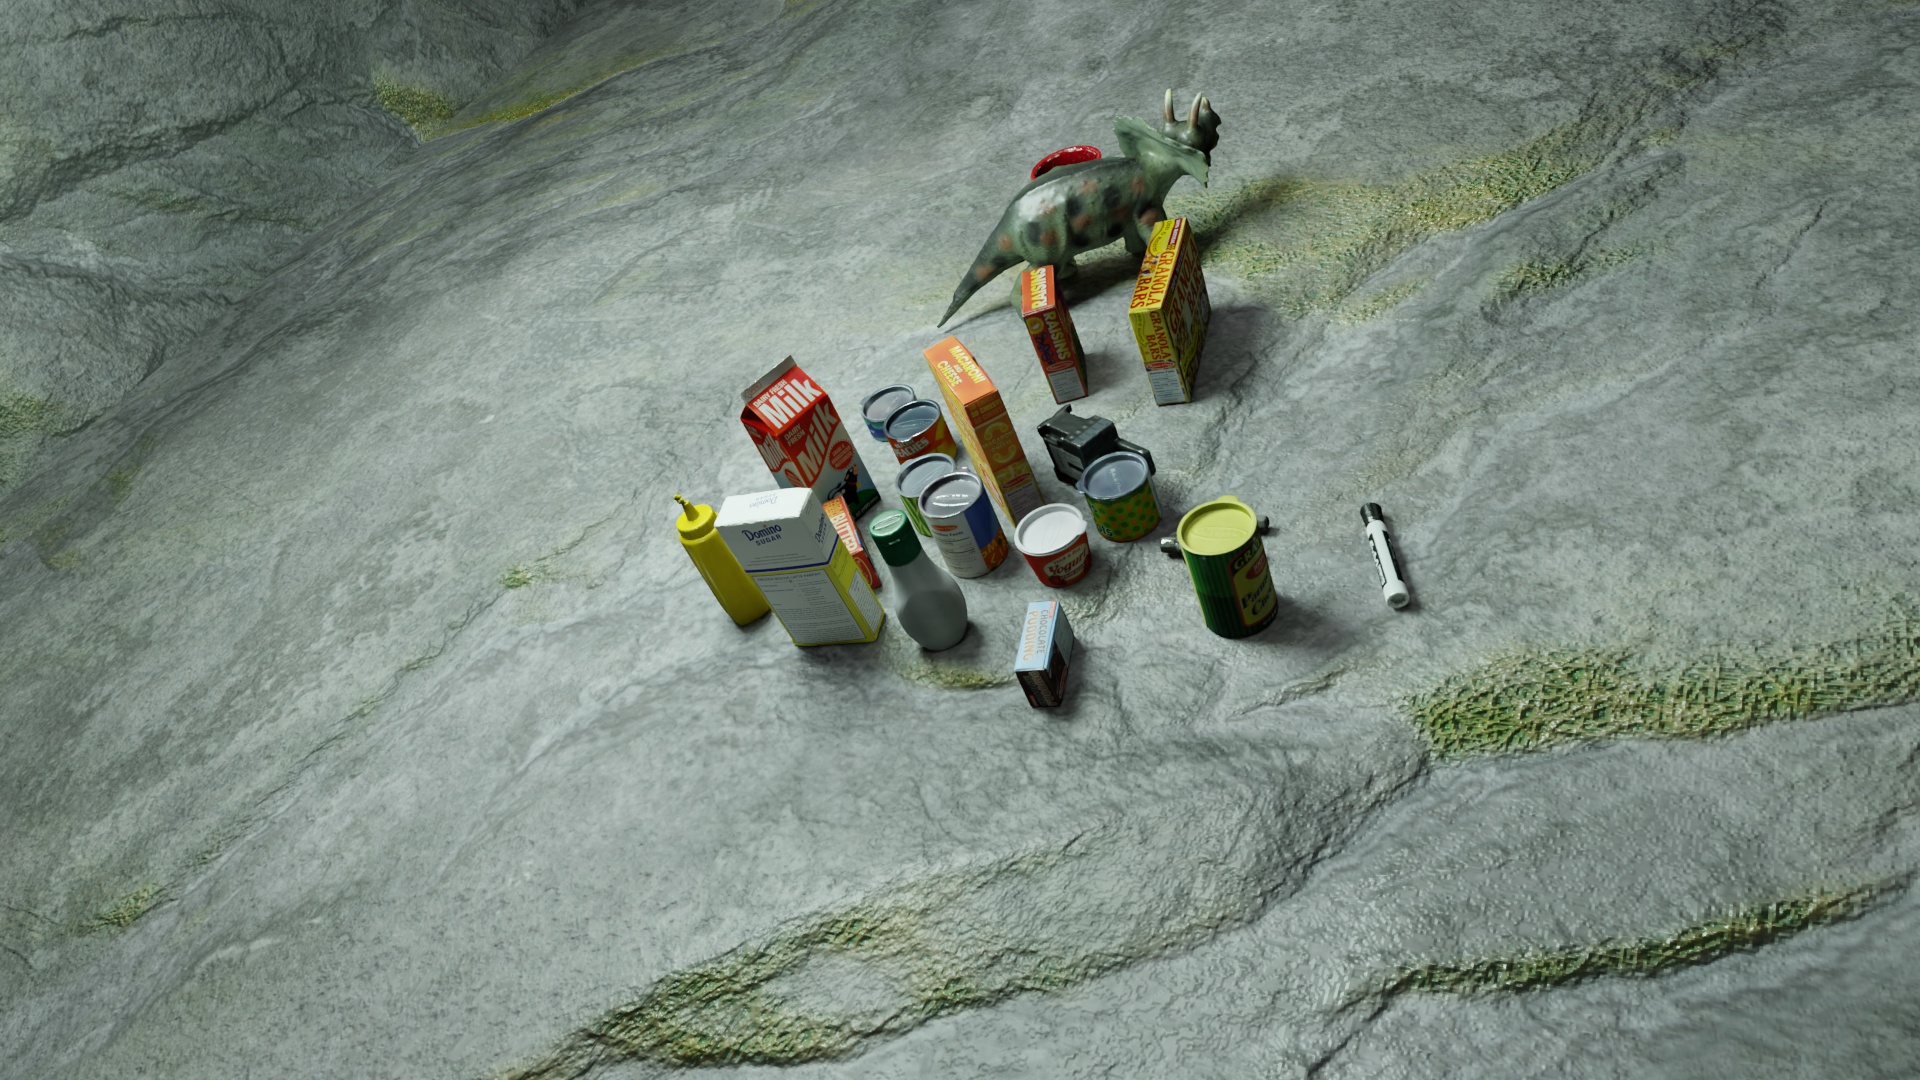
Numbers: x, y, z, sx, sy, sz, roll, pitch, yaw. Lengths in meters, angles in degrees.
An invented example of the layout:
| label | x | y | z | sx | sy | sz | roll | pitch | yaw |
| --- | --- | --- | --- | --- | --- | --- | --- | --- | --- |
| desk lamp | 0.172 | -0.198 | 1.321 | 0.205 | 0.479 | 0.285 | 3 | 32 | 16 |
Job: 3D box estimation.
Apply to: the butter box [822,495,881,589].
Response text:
| label | x | y | z | sx | sy | sz | roll | pitch | yaw |
| --- | --- | --- | --- | --- | --- | --- | --- | --- | --- |
| butter box | -0.111 | 0.003 | 1.412 | 0.024 | 0.053 | 0.104 | -26 | 38 | -1 |

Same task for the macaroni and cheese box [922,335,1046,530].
| label | x | y | z | sx | sy | sz | roll | pitch | yaw |
| --- | --- | --- | --- | --- | --- | --- | --- | --- | --- |
| macaroni and cheese box | 0.026 | -0.106 | 1.375 | 0.040 | 0.165 | 0.124 | -28 | 38 | -4 |

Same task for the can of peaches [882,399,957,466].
| label | x | y | z | sx | sy | sz | roll | pitch | yaw |
| --- | --- | --- | --- | --- | --- | --- | --- | --- | --- |
| can of peaches | -0.044 | -0.109 | 1.502 | 0.071 | 0.057 | 0.071 | -15 | 39 | 12 |

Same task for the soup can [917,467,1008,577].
| label | x | y | z | sx | sy | sz | roll | pitch | yaw |
| --- | --- | --- | --- | --- | --- | --- | --- | --- | --- |
| soup can | 0.005 | -0.017 | 1.350 | 0.071 | 0.083 | 0.072 | -15 | 39 | 12 |

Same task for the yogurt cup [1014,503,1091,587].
| label | x | y | z | sx | sy | sz | roll | pitch | yaw |
| --- | --- | --- | --- | --- | --- | --- | --- | --- | --- |
| yogurt cup | 0.090 | 0.007 | 1.302 | 0.072 | 0.053 | 0.073 | -15 | 39 | 12 |

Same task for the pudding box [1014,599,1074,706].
| label | x | y | z | sx | sy | sz | roll | pitch | yaw |
| --- | --- | --- | --- | --- | --- | --- | --- | --- | --- |
| pudding box | 0.074 | 0.098 | 1.209 | 0.030 | 0.049 | 0.084 | -7 | 42 | 21 |

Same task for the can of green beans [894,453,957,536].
| label | x | y | z | sx | sy | sz | roll | pitch | yaw |
| --- | --- | --- | --- | --- | --- | --- | --- | --- | --- |
| can of green beans | -0.027 | -0.046 | 1.421 | 0.071 | 0.057 | 0.071 | -15 | 39 | 12 |

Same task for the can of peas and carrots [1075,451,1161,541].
| label | x | y | z | sx | sy | sz | roll | pitch | yaw |
| --- | --- | --- | --- | --- | --- | --- | --- | --- | --- |
| can of peas and carrots | 0.151 | -0.040 | 1.320 | 0.071 | 0.058 | 0.071 | -15 | 39 | 12 |

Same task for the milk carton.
| label | x | y | z | sx | sy | sz | roll | pitch | yaw |
| --- | --- | --- | --- | --- | --- | --- | --- | --- | --- |
| milk carton | -0.163 | -0.100 | 1.448 | 0.072 | 0.189 | 0.073 | -43 | 42 | -22 |

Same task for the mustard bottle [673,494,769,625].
| label | x | y | z | sx | sy | sz | roll | pitch | yaw |
| --- | --- | --- | --- | --- | --- | --- | --- | --- | --- |
| mustard bottle | -0.243 | 0.013 | 1.384 | 0.049 | 0.159 | 0.065 | -31 | 39 | -8 |

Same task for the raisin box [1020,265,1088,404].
| label | x | y | z | sx | sy | sz | roll | pitch | yaw |
| --- | --- | --- | --- | --- | --- | --- | --- | --- | --- |
| raisin box | 0.101 | -0.223 | 1.505 | 0.040 | 0.123 | 0.086 | -14 | 40 | 14 |

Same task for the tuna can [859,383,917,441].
| label | x | y | z | sx | sy | sz | roll | pitch | yaw |
| --- | --- | --- | --- | --- | --- | --- | --- | --- | --- |
| tuna can | -0.080 | -0.145 | 1.583 | 0.071 | 0.032 | 0.071 | -15 | 39 | 12 |

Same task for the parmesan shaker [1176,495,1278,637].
| label | x | y | z | sx | sy | sz | roll | pitch | yaw |
| --- | --- | --- | --- | --- | --- | --- | --- | --- | --- |
| parmesan shaker | 0.228 | 0.023 | 1.172 | 0.071 | 0.102 | 0.072 | -15 | 39 | 13 |

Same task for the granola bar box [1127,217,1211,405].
| label | x | y | z | sx | sy | sz | roll | pitch | yaw |
| --- | --- | --- | --- | --- | --- | --- | --- | --- | --- |
| granola bar box | 0.224 | -0.242 | 1.462 | 0.039 | 0.123 | 0.166 | -4 | 43 | 24 |

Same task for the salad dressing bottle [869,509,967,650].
| label | x | y | z | sx | sy | sz | roll | pitch | yaw |
| --- | --- | --- | --- | --- | --- | --- | --- | --- | --- |
| salad dressing bottle | -0.039 | 0.036 | 1.261 | 0.064 | 0.147 | 0.044 | -22 | 38 | 3 |
